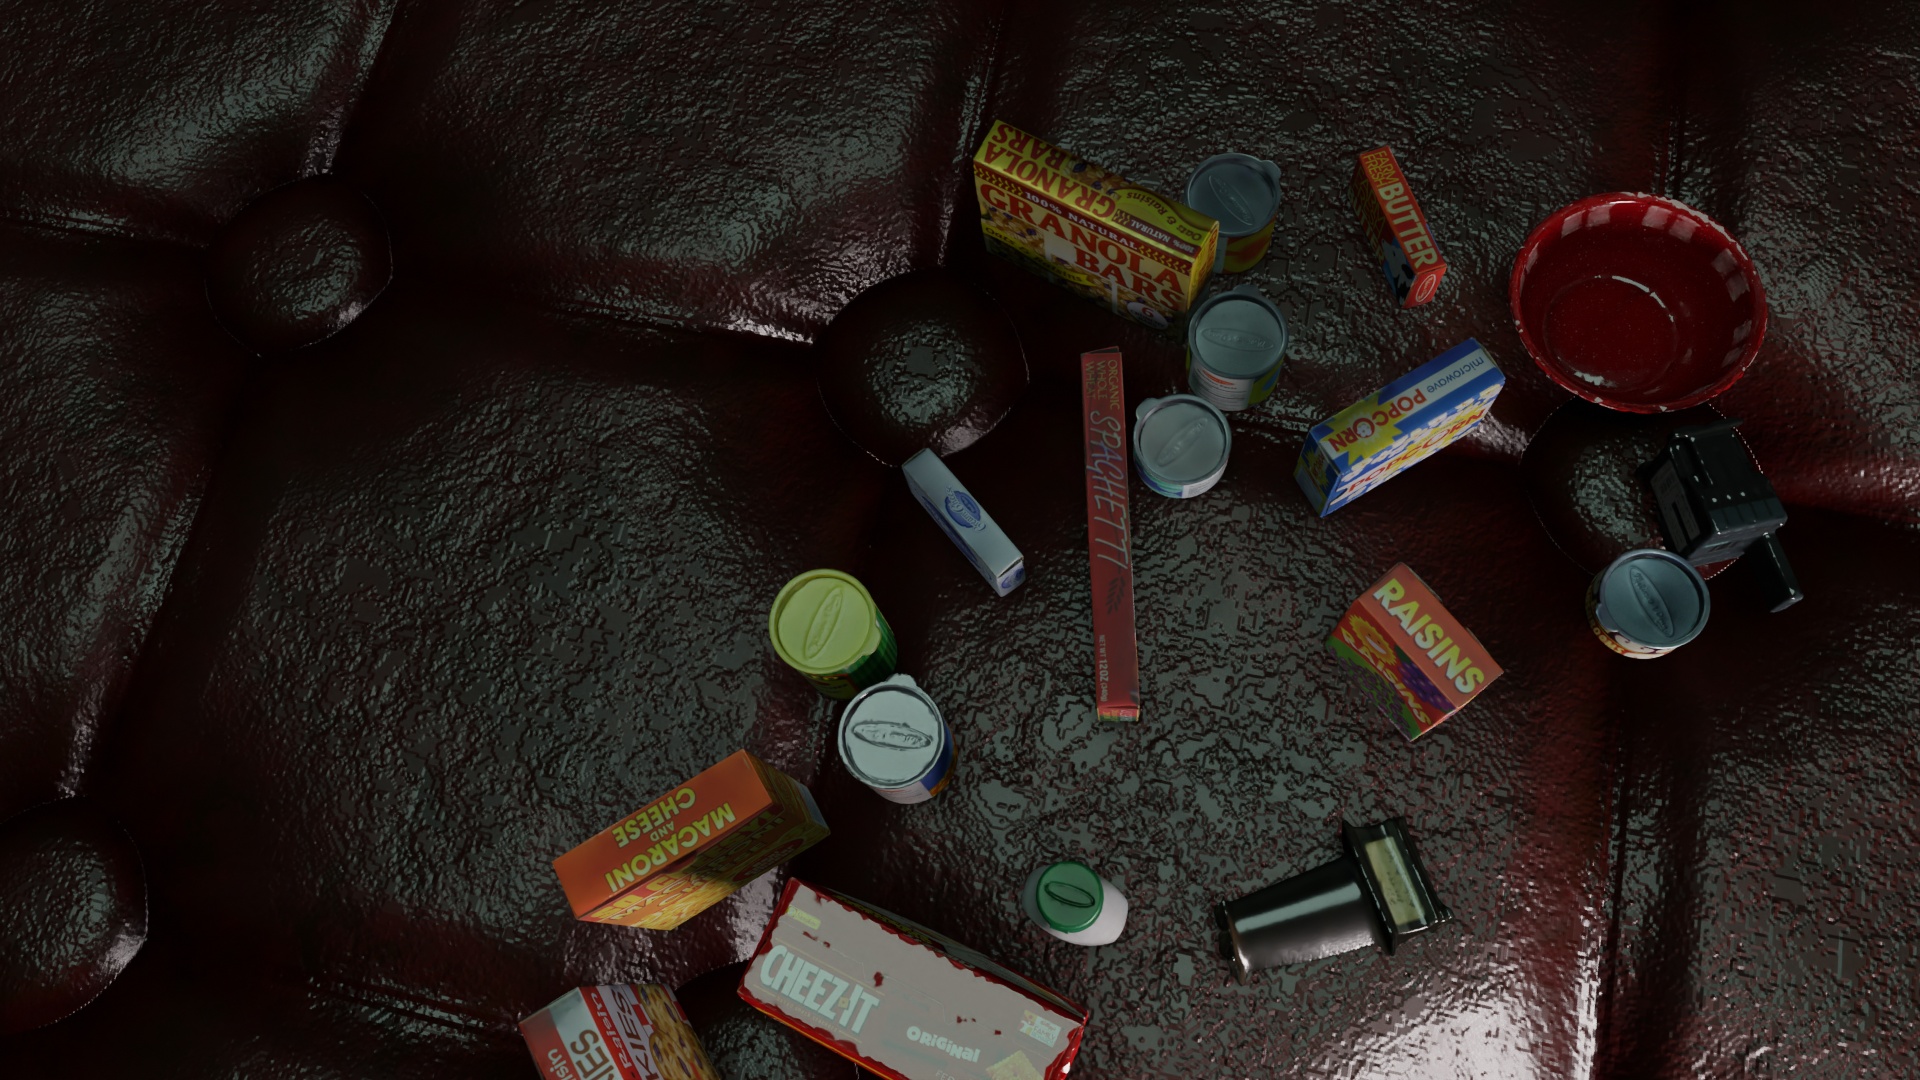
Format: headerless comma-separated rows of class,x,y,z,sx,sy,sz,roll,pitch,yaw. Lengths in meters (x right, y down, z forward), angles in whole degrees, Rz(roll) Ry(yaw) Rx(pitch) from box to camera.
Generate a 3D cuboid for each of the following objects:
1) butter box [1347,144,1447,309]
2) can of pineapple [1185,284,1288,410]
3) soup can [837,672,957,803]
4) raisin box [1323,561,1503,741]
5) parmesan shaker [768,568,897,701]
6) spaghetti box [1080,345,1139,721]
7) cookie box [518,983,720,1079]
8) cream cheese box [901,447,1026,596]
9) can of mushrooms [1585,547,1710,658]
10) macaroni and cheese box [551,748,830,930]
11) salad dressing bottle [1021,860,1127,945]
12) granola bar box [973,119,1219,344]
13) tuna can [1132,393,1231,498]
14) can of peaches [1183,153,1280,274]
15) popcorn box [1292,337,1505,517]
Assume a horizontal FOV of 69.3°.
butter box,0.304,-0.219,0.973,0.024,0.053,0.104,-18,72,0
can of pineapple,0.190,-0.131,0.953,0.071,0.057,0.071,-2,73,5
soup can,-0.037,0.127,0.881,0.071,0.083,0.071,-2,73,5
raisin box,0.273,0.071,0.847,0.040,0.123,0.086,-37,73,-6
parmesan shaker,-0.077,0.065,0.894,0.071,0.103,0.071,-2,73,5
spaghetti box,0.099,-0.006,0.927,0.029,0.050,0.250,-3,72,5
cookie box,-0.179,0.317,0.790,0.040,0.167,0.123,-33,72,-4
cream cheese box,0.003,-0.012,0.937,0.024,0.053,0.104,-39,73,-6
can of mushrooms,0.435,0.041,0.887,0.071,0.033,0.071,-2,72,5
macaroni and cheese box,-0.153,0.183,0.831,0.124,0.166,0.040,-31,72,-4
salad dressing bottle,0.066,0.211,0.810,0.064,0.147,0.044,17,76,11
granola bar box,0.091,-0.208,0.953,0.166,0.124,0.039,29,78,13
tuna can,0.149,-0.066,0.950,0.071,0.032,0.071,-2,72,5
can of peaches,0.193,-0.232,0.985,0.071,0.058,0.071,-2,73,5
popcorn box,0.285,-0.073,0.911,0.127,0.085,0.038,-30,72,-4
